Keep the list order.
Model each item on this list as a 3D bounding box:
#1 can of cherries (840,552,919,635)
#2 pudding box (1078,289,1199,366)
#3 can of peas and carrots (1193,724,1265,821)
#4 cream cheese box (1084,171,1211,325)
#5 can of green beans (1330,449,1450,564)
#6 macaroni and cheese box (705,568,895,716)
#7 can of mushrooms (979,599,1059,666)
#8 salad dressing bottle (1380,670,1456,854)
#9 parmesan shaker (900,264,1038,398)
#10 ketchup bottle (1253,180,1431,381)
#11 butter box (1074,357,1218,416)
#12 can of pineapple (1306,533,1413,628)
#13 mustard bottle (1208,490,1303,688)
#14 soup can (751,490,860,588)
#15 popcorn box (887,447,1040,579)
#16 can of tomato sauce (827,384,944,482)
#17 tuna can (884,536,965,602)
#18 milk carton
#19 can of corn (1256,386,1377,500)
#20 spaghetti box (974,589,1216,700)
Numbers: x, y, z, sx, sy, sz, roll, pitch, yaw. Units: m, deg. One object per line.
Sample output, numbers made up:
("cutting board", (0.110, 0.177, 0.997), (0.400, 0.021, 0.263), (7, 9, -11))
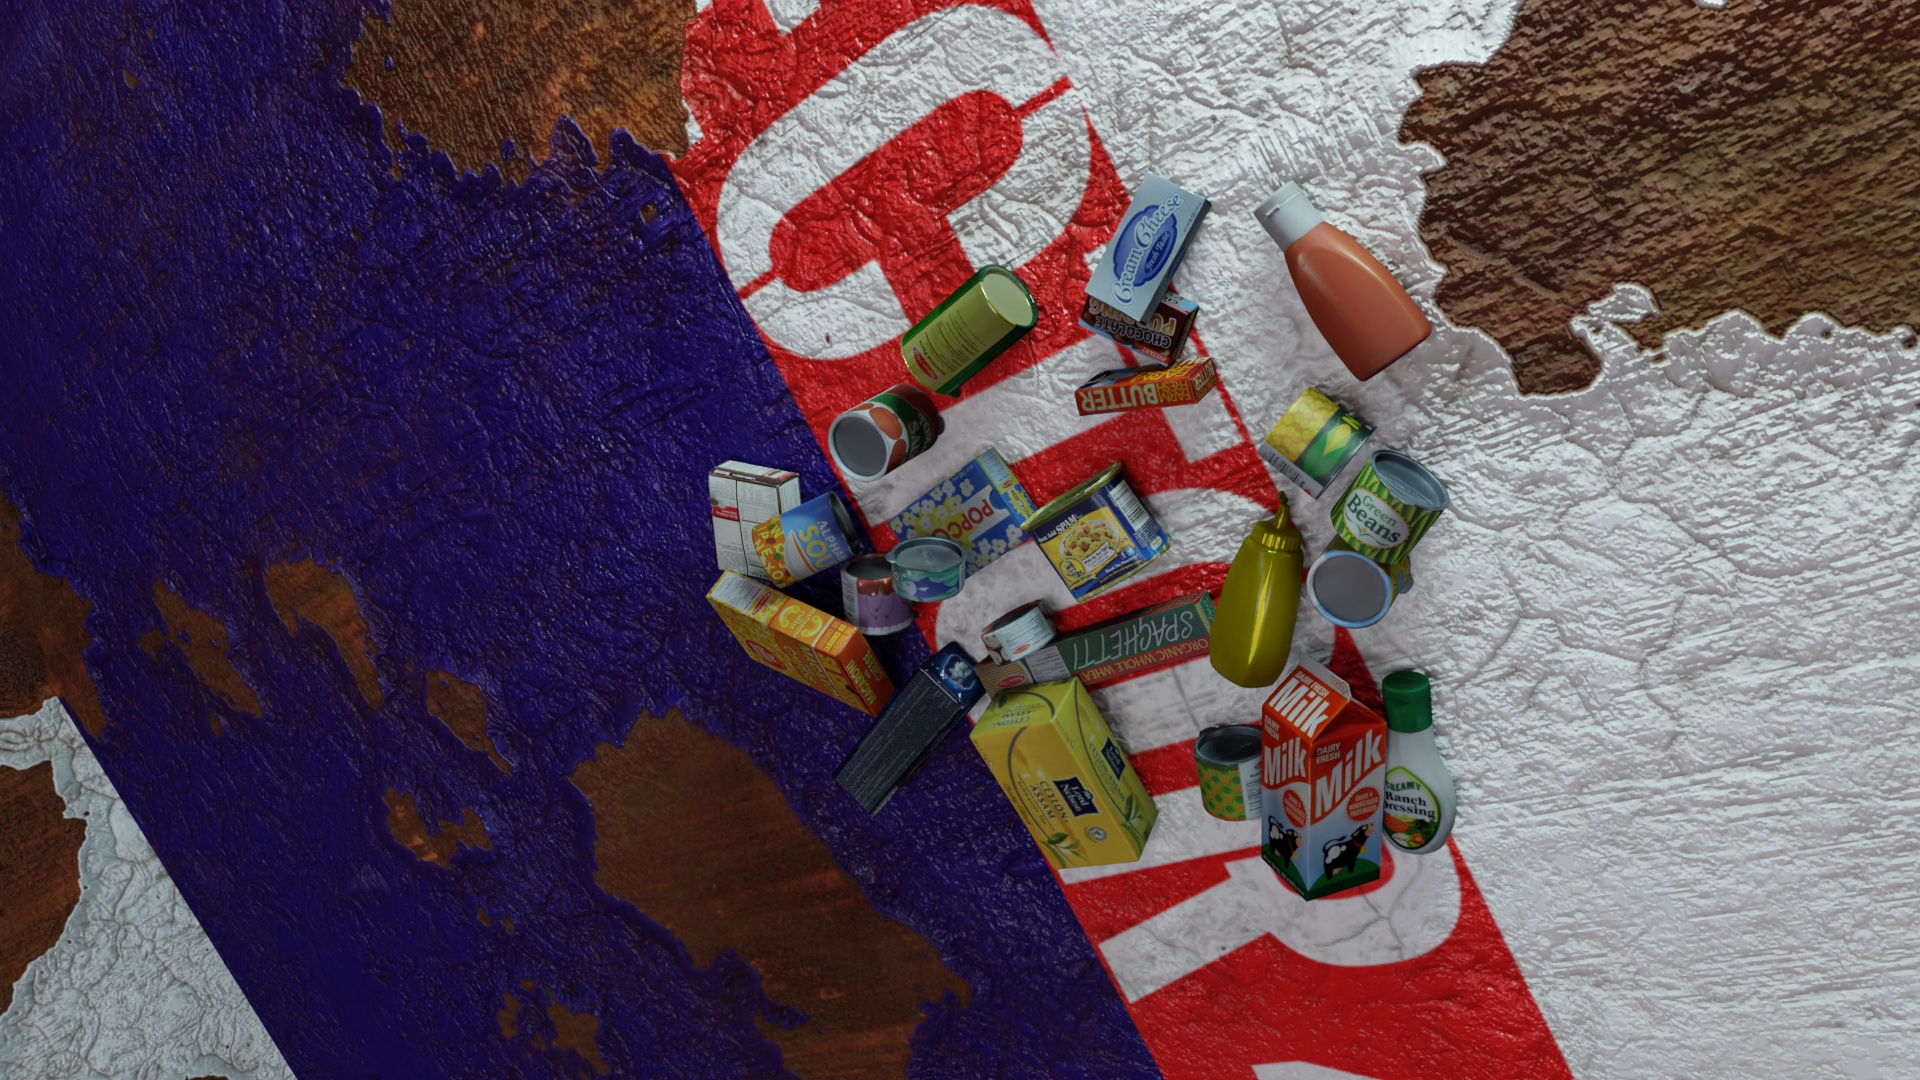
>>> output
("can of cherries", (-0.076, 0.049, 1.318), (0.071, 0.072, 0.058), (9, 116, 29))
("pudding box", (0.140, -0.178, 1.096), (0.084, 0.030, 0.049), (30, 125, 18))
("can of peas and carrots", (0.235, 0.198, 1.190), (0.071, 0.071, 0.058), (0, 112, 32))
("cream cheese box", (0.142, -0.222, 1.057), (0.053, 0.024, 0.103), (31, 101, 19))
("can of green beans", (0.318, -0.025, 1.033), (0.071, 0.071, 0.057), (37, 127, 12))
("macaroni and cheese box", (-0.156, 0.102, 1.360), (0.166, 0.040, 0.123), (22, 155, 30))
("can of mushrooms", (0.052, 0.083, 1.252), (0.071, 0.071, 0.033), (-26, 97, 38))
("salad dressing bottle", (0.361, 0.178, 1.113), (0.064, 0.044, 0.147), (5, 114, 39))
("parmesan shaker", (0.009, -0.173, 1.159), (0.102, 0.071, 0.071), (-35, 91, 37))
("ketchup bottle", (0.270, -0.190, 1.001), (0.064, 0.044, 0.149), (-38, 89, 37))
("butter box", (0.147, -0.122, 1.103), (0.103, 0.053, 0.024), (-3, 112, 33))
("can of pineapple", (0.308, 0.028, 1.068), (0.071, 0.058, 0.070), (13, 118, 27))
("mustard bottle", (0.244, 0.037, 1.112), (0.065, 0.049, 0.159), (39, 123, 55))
("soup can", (-0.145, 0.001, 1.312), (0.084, 0.071, 0.071), (-25, 99, 6))
("popcorn box", (0.004, -0.016, 1.252), (0.126, 0.038, 0.085), (-35, 90, 38))
("can of tomato sauce", (-0.066, -0.094, 1.231), (0.071, 0.083, 0.071), (14, 118, 27))
("tuna can", (-0.031, 0.025, 1.223), (0.071, 0.071, 0.032), (15, 120, 26))
("milk carton", (0.293, 0.187, 1.125), (0.072, 0.073, 0.189), (-139, 41, -62))
("can of corn", (0.267, -0.075, 1.043), (0.058, 0.071, 0.070), (40, 127, 11))
("spaghetti box", (0.122, 0.100, 1.238), (0.249, 0.029, 0.050), (-21, 100, 37))
